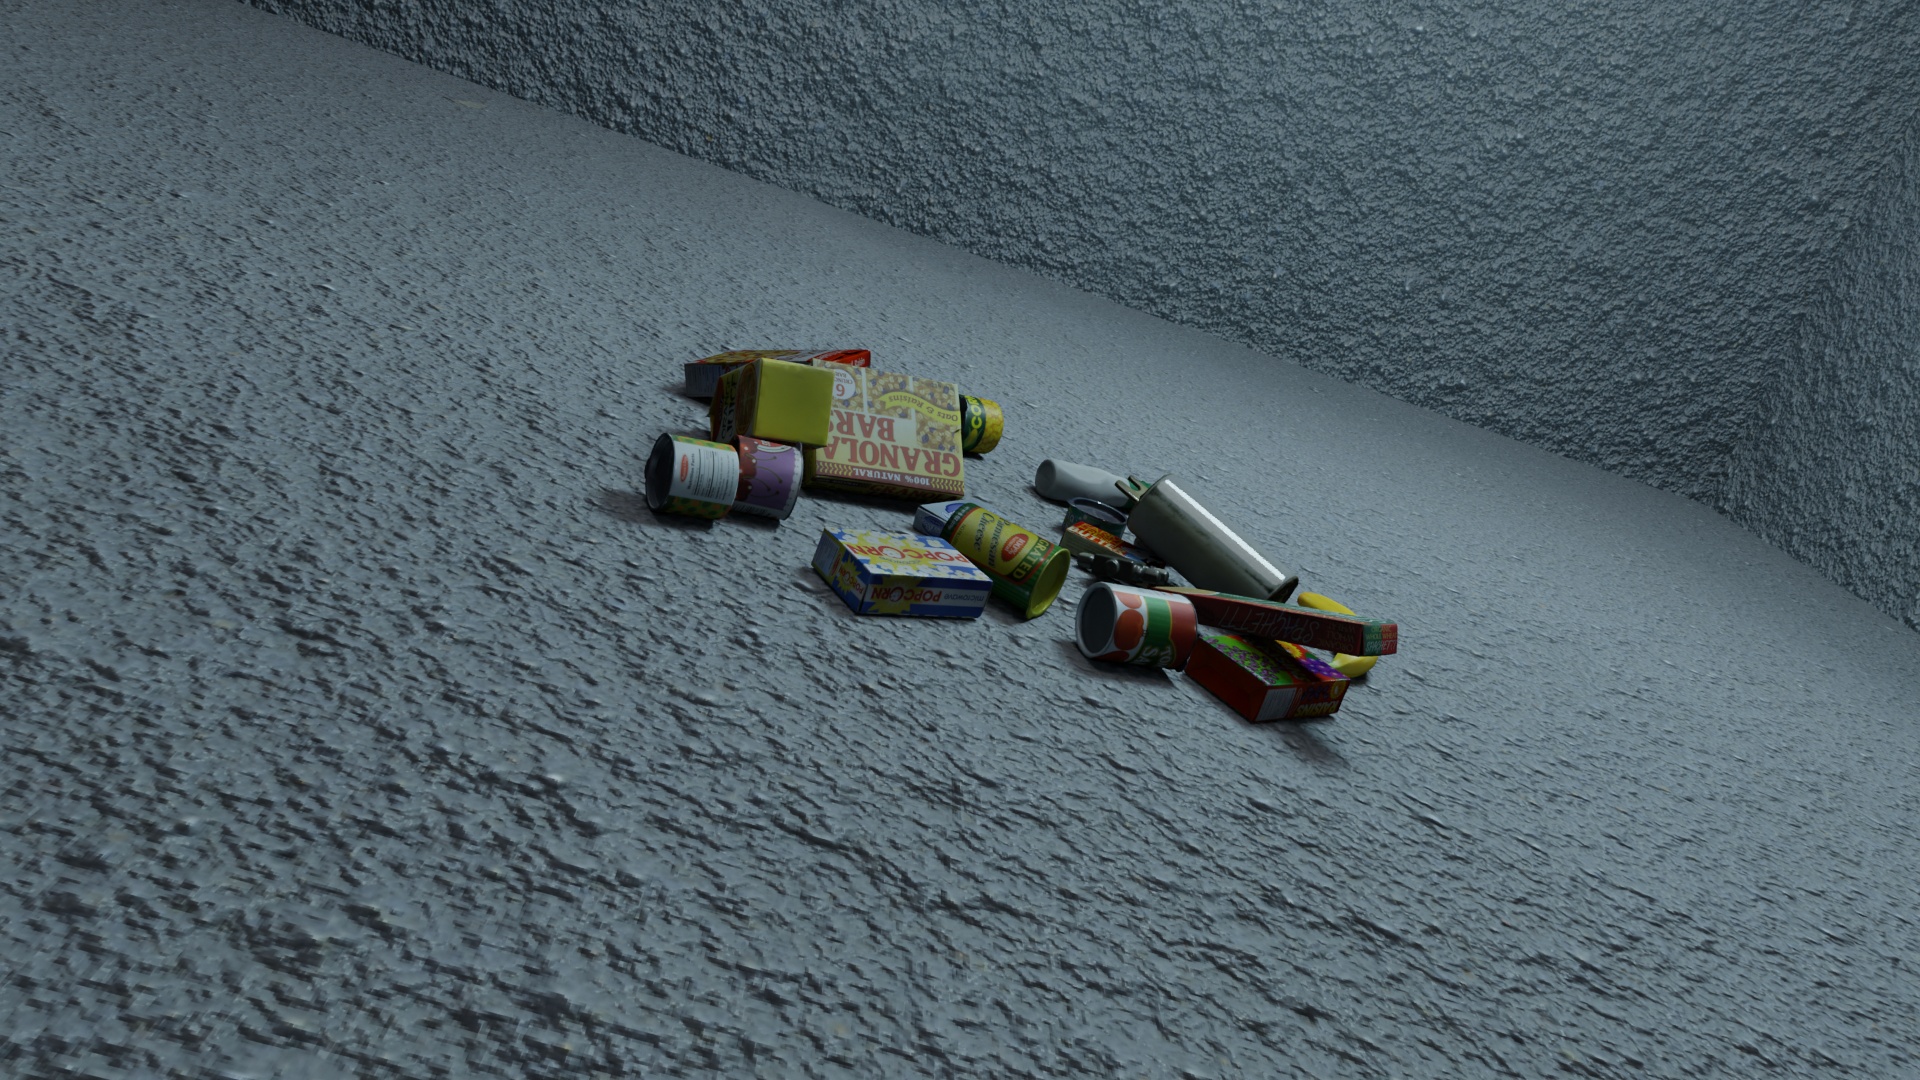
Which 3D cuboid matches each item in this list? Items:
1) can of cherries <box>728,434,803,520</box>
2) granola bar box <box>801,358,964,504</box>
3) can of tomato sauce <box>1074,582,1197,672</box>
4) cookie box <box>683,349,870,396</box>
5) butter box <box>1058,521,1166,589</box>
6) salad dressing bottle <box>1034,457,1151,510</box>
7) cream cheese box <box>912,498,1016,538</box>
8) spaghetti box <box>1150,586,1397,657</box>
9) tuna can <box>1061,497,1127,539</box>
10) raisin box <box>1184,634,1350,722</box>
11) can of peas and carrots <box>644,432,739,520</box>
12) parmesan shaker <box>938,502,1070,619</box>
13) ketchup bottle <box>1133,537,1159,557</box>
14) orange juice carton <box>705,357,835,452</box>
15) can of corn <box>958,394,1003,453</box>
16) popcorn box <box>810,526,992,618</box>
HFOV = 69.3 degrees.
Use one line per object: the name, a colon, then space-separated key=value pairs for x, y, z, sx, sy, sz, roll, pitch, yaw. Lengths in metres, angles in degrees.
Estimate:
can of cherries: x=-0.175 y=-0.058 z=1.216 sx=0.058 sy=0.071 sz=0.072 roll=12 pitch=20 yaw=-22
granola bar box: x=-0.077 y=-0.105 z=1.377 sx=0.166 sy=0.124 sz=0.039 roll=7 pitch=-21 yaw=-29
can of tomato sauce: x=0.149 y=0.075 z=1.186 sx=0.083 sy=0.071 sz=0.071 roll=10 pitch=21 yaw=-27
cookie box: x=-0.196 y=-0.184 z=1.509 sx=0.167 sy=0.040 sz=0.123 roll=2 pitch=14 yaw=15
butter box: x=0.156 y=0.014 z=1.425 sx=0.103 sy=0.024 sz=0.053 roll=26 pitch=18 yaw=17
salad dressing bottle: x=0.158 y=-0.061 z=1.614 sx=0.148 sy=0.044 sz=0.064 roll=10 pitch=19 yaw=-31
cream cheese box: x=0.005 y=-0.017 z=1.359 sx=0.053 sy=0.024 sz=0.104 roll=30 pitch=21 yaw=28
spaghetti box: x=0.273 y=0.070 z=1.244 sx=0.050 sy=0.028 sz=0.250 roll=1 pitch=5 yaw=-37
tuna can: x=0.142 y=-0.019 z=1.491 sx=0.071 sy=0.032 sz=0.071 roll=18 pitch=18 yaw=-6
raisin box: x=0.271 y=0.120 z=1.222 sx=0.123 sy=0.040 sz=0.086 roll=1 pitch=25 yaw=-41
can of peas and carrots: x=-0.225 y=-0.053 z=1.162 sx=0.059 sy=0.070 sz=0.071 roll=9 pitch=21 yaw=-31
parmesan shaker: x=0.035 y=0.018 z=1.232 sx=0.103 sy=0.071 sz=0.071 roll=27 pitch=19 yaw=23
ketchup bottle: x=0.234 y=-0.004 z=1.526 sx=0.065 sy=0.043 sz=0.149 roll=27 pitch=20 yaw=23
orange juice carton: x=-0.186 y=-0.122 z=1.321 sx=0.072 sy=0.073 sz=0.192 roll=7 pitch=-4 yaw=-24
can of corn: x=0.010 y=-0.139 z=1.638 sx=0.058 sy=0.071 sz=0.071 roll=7 pitch=22 yaw=-37
popcorn box: x=-0.048 y=0.027 z=1.156 sx=0.127 sy=0.038 sz=0.085 roll=5 pitch=24 yaw=-37
